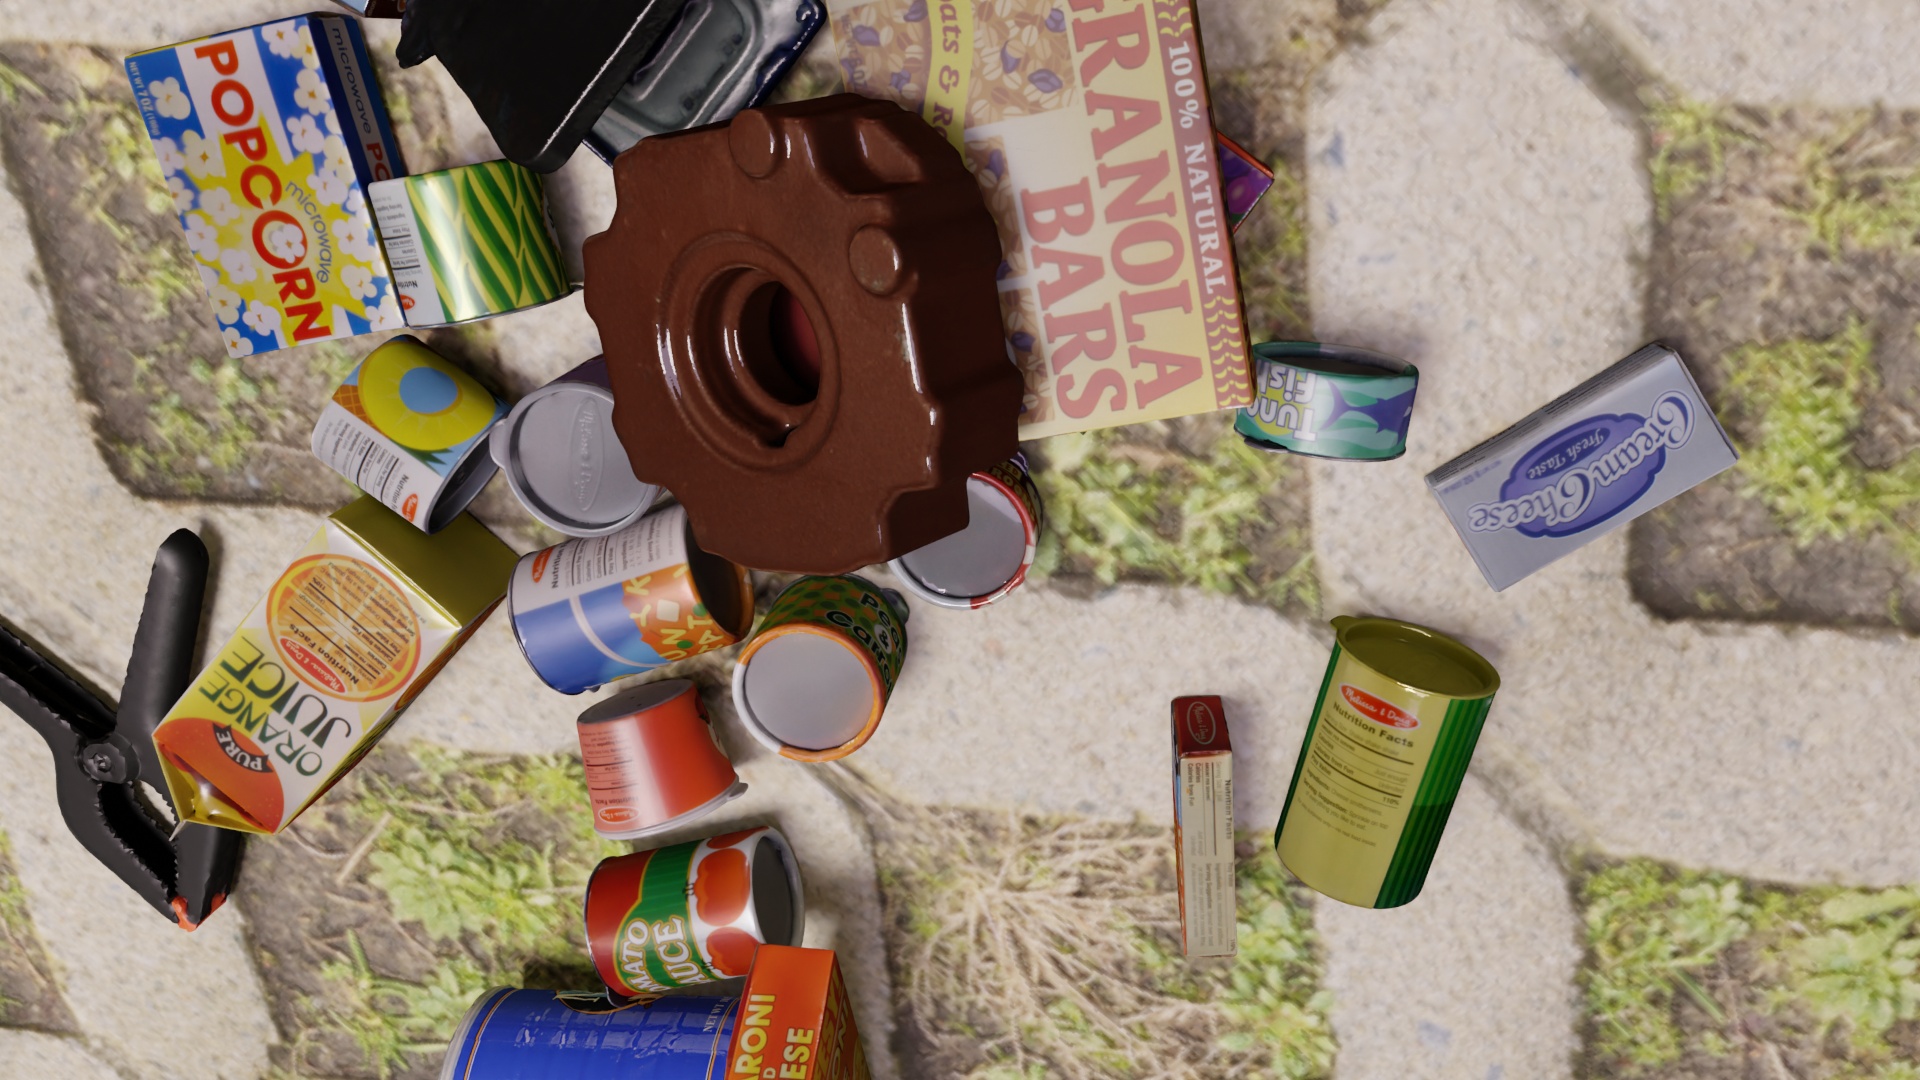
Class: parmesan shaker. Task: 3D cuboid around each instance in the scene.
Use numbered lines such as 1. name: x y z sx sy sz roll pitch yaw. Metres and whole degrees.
1. parmesan shaker: 0.175 0.092 0.584 0.071 0.071 0.102 13 112 3

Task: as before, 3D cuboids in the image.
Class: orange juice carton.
1. orange juice carton: -0.292 0.063 0.635 0.073 0.072 0.192 43 109 -8

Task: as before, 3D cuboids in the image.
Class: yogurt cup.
1. yogurt cup: -0.140 0.097 0.631 0.072 0.072 0.054 -13 100 13

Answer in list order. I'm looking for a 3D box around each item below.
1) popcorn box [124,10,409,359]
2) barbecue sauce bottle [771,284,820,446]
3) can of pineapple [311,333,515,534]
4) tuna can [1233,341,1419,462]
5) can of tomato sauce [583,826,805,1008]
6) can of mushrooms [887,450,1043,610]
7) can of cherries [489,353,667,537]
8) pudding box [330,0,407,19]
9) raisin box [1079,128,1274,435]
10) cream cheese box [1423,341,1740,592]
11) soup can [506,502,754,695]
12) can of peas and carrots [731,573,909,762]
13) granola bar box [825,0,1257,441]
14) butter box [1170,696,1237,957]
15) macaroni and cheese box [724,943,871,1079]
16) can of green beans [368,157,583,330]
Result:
1. popcorn box: -0.276 -0.145 0.575 0.085 0.038 0.126 -8 108 10
2. barbecue sauce bottle: -0.048 -0.095 0.553 0.065 0.044 0.148 19 113 44
3. can of pineapple: -0.229 -0.046 0.591 0.058 0.071 0.070 36 111 -5
4. tuna can: 0.138 -0.054 0.532 0.071 0.071 0.032 7 109 6
5. can of tomato sauce: -0.123 0.176 0.652 0.083 0.071 0.071 -14 107 12
6. can of mushrooms: 0.002 -0.007 0.588 0.071 0.033 0.070 3 110 8
7. can of cherries: -0.152 -0.043 0.584 0.071 0.058 0.071 3 111 7
8. pudding box: -0.211 -0.241 0.525 0.030 0.050 0.083 30 110 -2
9. raisin box: 0.050 -0.117 0.539 0.086 0.040 0.123 35 110 -4
10. cream cheese box: 0.244 -0.029 0.551 0.103 0.024 0.053 -32 103 17
11. soup can: -0.140 0.026 0.604 0.084 0.071 0.071 -17 107 13
12. can of peas and carrots: -0.058 0.054 0.605 0.071 0.059 0.070 3 111 7
13. granola bar box: 0.032 -0.122 0.496 0.124 0.039 0.165 -8 104 15
14. butter box: 0.107 0.126 0.611 0.024 0.053 0.103 -3 110 6
15. macaroni and cheese box: -0.074 0.276 0.620 0.040 0.124 0.165 2 137 7
16. can of green beans: -0.196 -0.121 0.558 0.071 0.071 0.057 -7 108 11
